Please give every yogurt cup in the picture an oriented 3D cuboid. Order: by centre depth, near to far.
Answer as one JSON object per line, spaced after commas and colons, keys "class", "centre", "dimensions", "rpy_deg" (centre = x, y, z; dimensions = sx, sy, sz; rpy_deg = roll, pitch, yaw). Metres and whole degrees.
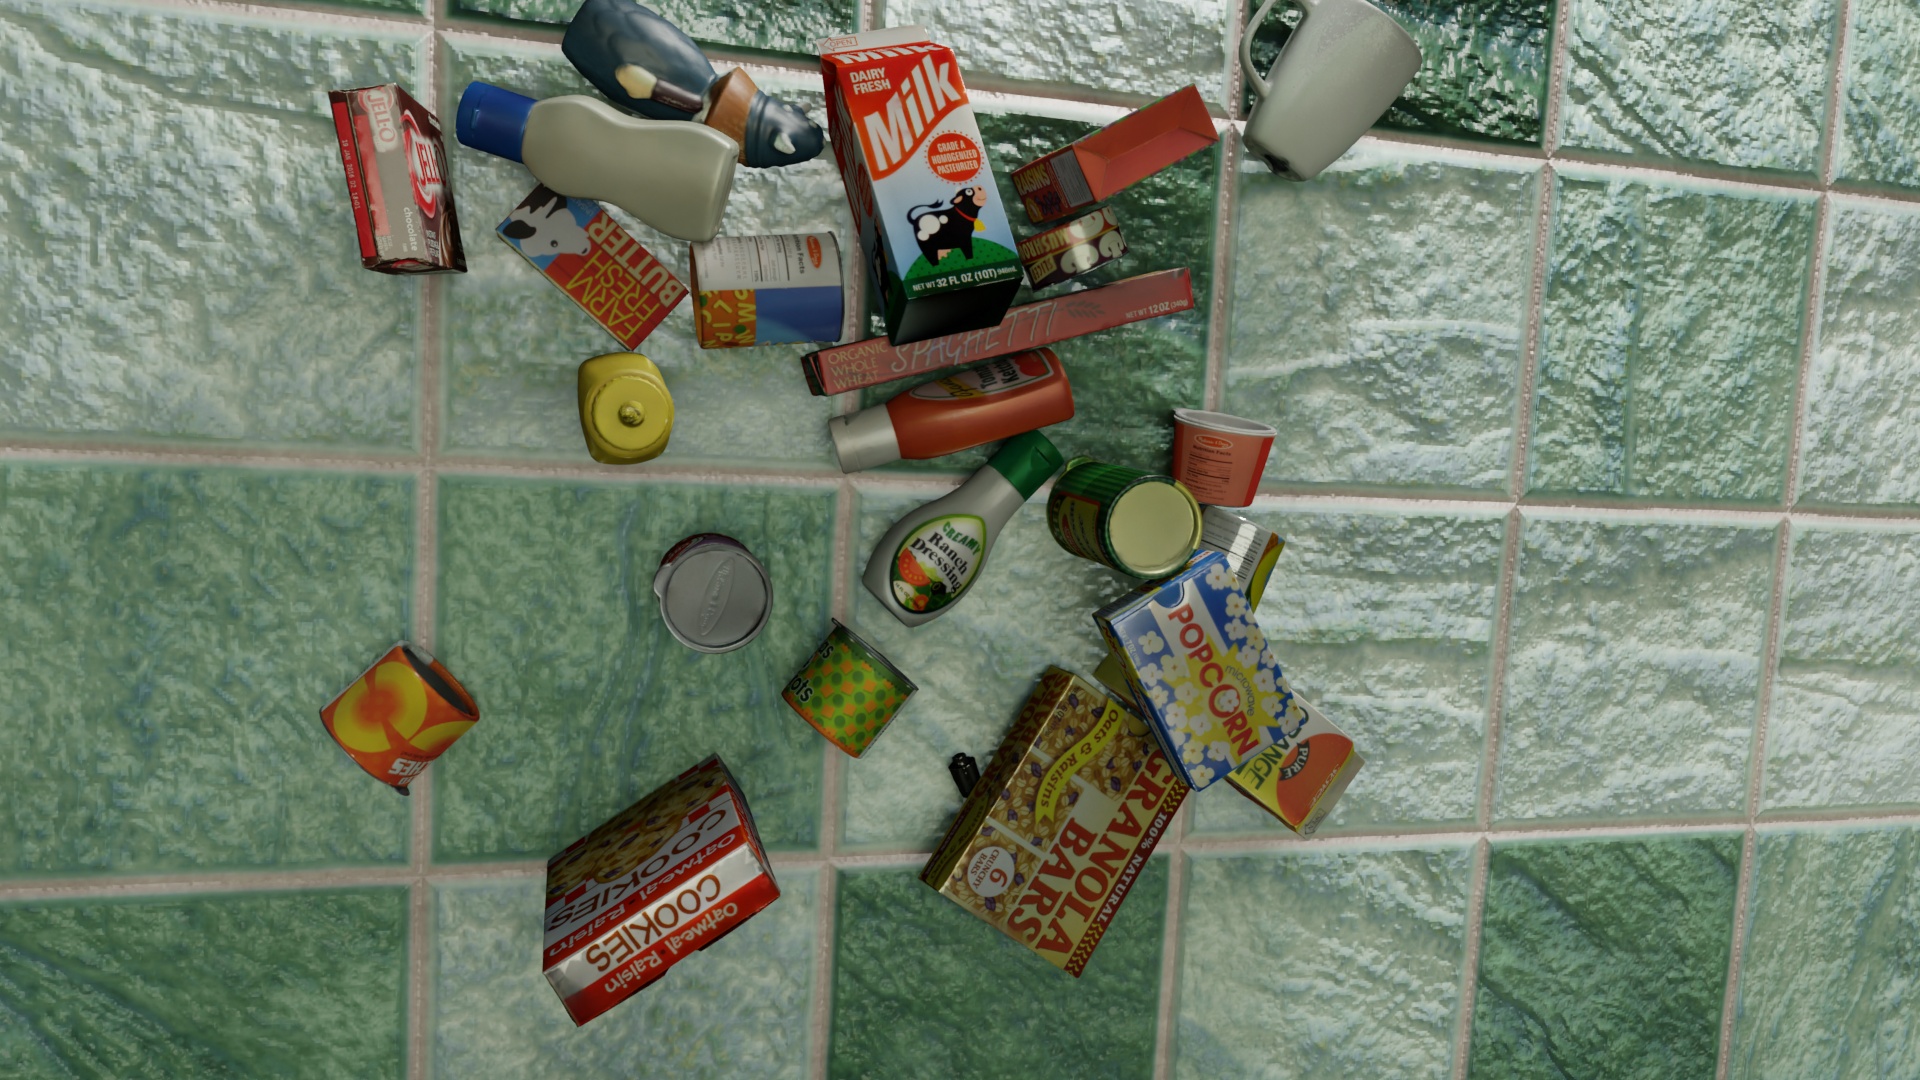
{"class": "yogurt cup", "centre": [0.171, -0.054, 0.920], "dimensions": [0.072, 0.072, 0.053], "rpy_deg": [5, 103, -16]}

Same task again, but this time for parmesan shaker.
{"class": "parmesan shaker", "centre": [0.101, -0.017, 0.883], "dimensions": [0.071, 0.103, 0.071], "rpy_deg": [-2, 97, -15]}

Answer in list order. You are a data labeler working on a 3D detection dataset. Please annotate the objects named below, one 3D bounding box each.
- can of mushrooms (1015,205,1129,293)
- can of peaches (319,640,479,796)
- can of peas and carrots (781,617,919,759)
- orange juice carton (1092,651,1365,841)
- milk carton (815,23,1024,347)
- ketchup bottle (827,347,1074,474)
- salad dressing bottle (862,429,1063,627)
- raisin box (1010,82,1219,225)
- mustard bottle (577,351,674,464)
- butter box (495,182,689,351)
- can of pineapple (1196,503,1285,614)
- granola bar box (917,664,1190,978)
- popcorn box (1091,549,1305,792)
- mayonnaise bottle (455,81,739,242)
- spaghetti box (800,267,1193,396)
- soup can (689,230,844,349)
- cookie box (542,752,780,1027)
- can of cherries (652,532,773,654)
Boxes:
{"class": "can of mushrooms", "centre": [0.068, -0.183, 0.873], "dimensions": [0.071, 0.071, 0.033], "rpy_deg": [-25, 102, -11]}
{"class": "can of peaches", "centre": [-0.319, 0.101, 0.798], "dimensions": [0.058, 0.071, 0.071], "rpy_deg": [-44, 106, -7]}
{"class": "can of peas and carrots", "centre": [-0.071, 0.093, 0.867], "dimensions": [0.071, 0.071, 0.059], "rpy_deg": [41, 86, -16]}
{"class": "orange juice carton", "centre": [0.191, 0.125, 0.941], "dimensions": [0.192, 0.073, 0.072], "rpy_deg": [38, 85, -16]}
{"class": "milk carton", "centre": [-0.029, -0.220, 0.822], "dimensions": [0.072, 0.073, 0.191], "rpy_deg": [-13, 78, -13]}
{"class": "ketchup bottle", "centre": [-0.007, -0.079, 0.870], "dimensions": [0.149, 0.065, 0.043], "rpy_deg": [-17, 118, -5]}
{"class": "salad dressing bottle", "centre": [0.003, -0.011, 0.887], "dimensions": [0.148, 0.044, 0.064], "rpy_deg": [-46, 107, -6]}
{"class": "raisin box", "centre": [0.091, -0.232, 0.845], "dimensions": [0.086, 0.123, 0.040], "rpy_deg": [-30, 103, -10]}
{"class": "mustard bottle", "centre": [-0.184, -0.071, 0.767], "dimensions": [0.049, 0.160, 0.065], "rpy_deg": [-9, 101, -16]}
{"class": "butter box", "centre": [-0.216, -0.164, 0.818], "dimensions": [0.103, 0.024, 0.053], "rpy_deg": [42, 85, -16]}
{"class": "can of pineapple", "centre": [0.176, 0.014, 0.929], "dimensions": [0.071, 0.071, 0.058], "rpy_deg": [24, 90, -17]}
{"class": "granola bar box", "centre": [0.069, 0.185, 0.917], "dimensions": [0.124, 0.039, 0.166], "rpy_deg": [37, 79, -21]}
{"class": "popcorn box", "centre": [0.149, 0.080, 0.864], "dimensions": [0.085, 0.038, 0.126], "rpy_deg": [-30, 102, -9]}
{"class": "mayonnaise bottle", "centre": [-0.203, -0.217, 0.776], "dimensions": [0.148, 0.041, 0.064], "rpy_deg": [17, 108, -5]}
{"class": "spaghetti box", "centre": [0.024, -0.132, 0.876], "dimensions": [0.251, 0.050, 0.028], "rpy_deg": [-15, 100, -13]}
{"class": "soup can", "centre": [-0.116, -0.147, 0.828], "dimensions": [0.084, 0.071, 0.071], "rpy_deg": [-6, 98, -14]}
{"class": "cookie box", "centre": [-0.174, 0.193, 0.797], "dimensions": [0.123, 0.167, 0.040], "rpy_deg": [-32, 105, -9]}
{"class": "can of cherries", "centre": [-0.152, 0.029, 0.841], "dimensions": [0.071, 0.058, 0.071], "rpy_deg": [-2, 98, -15]}
